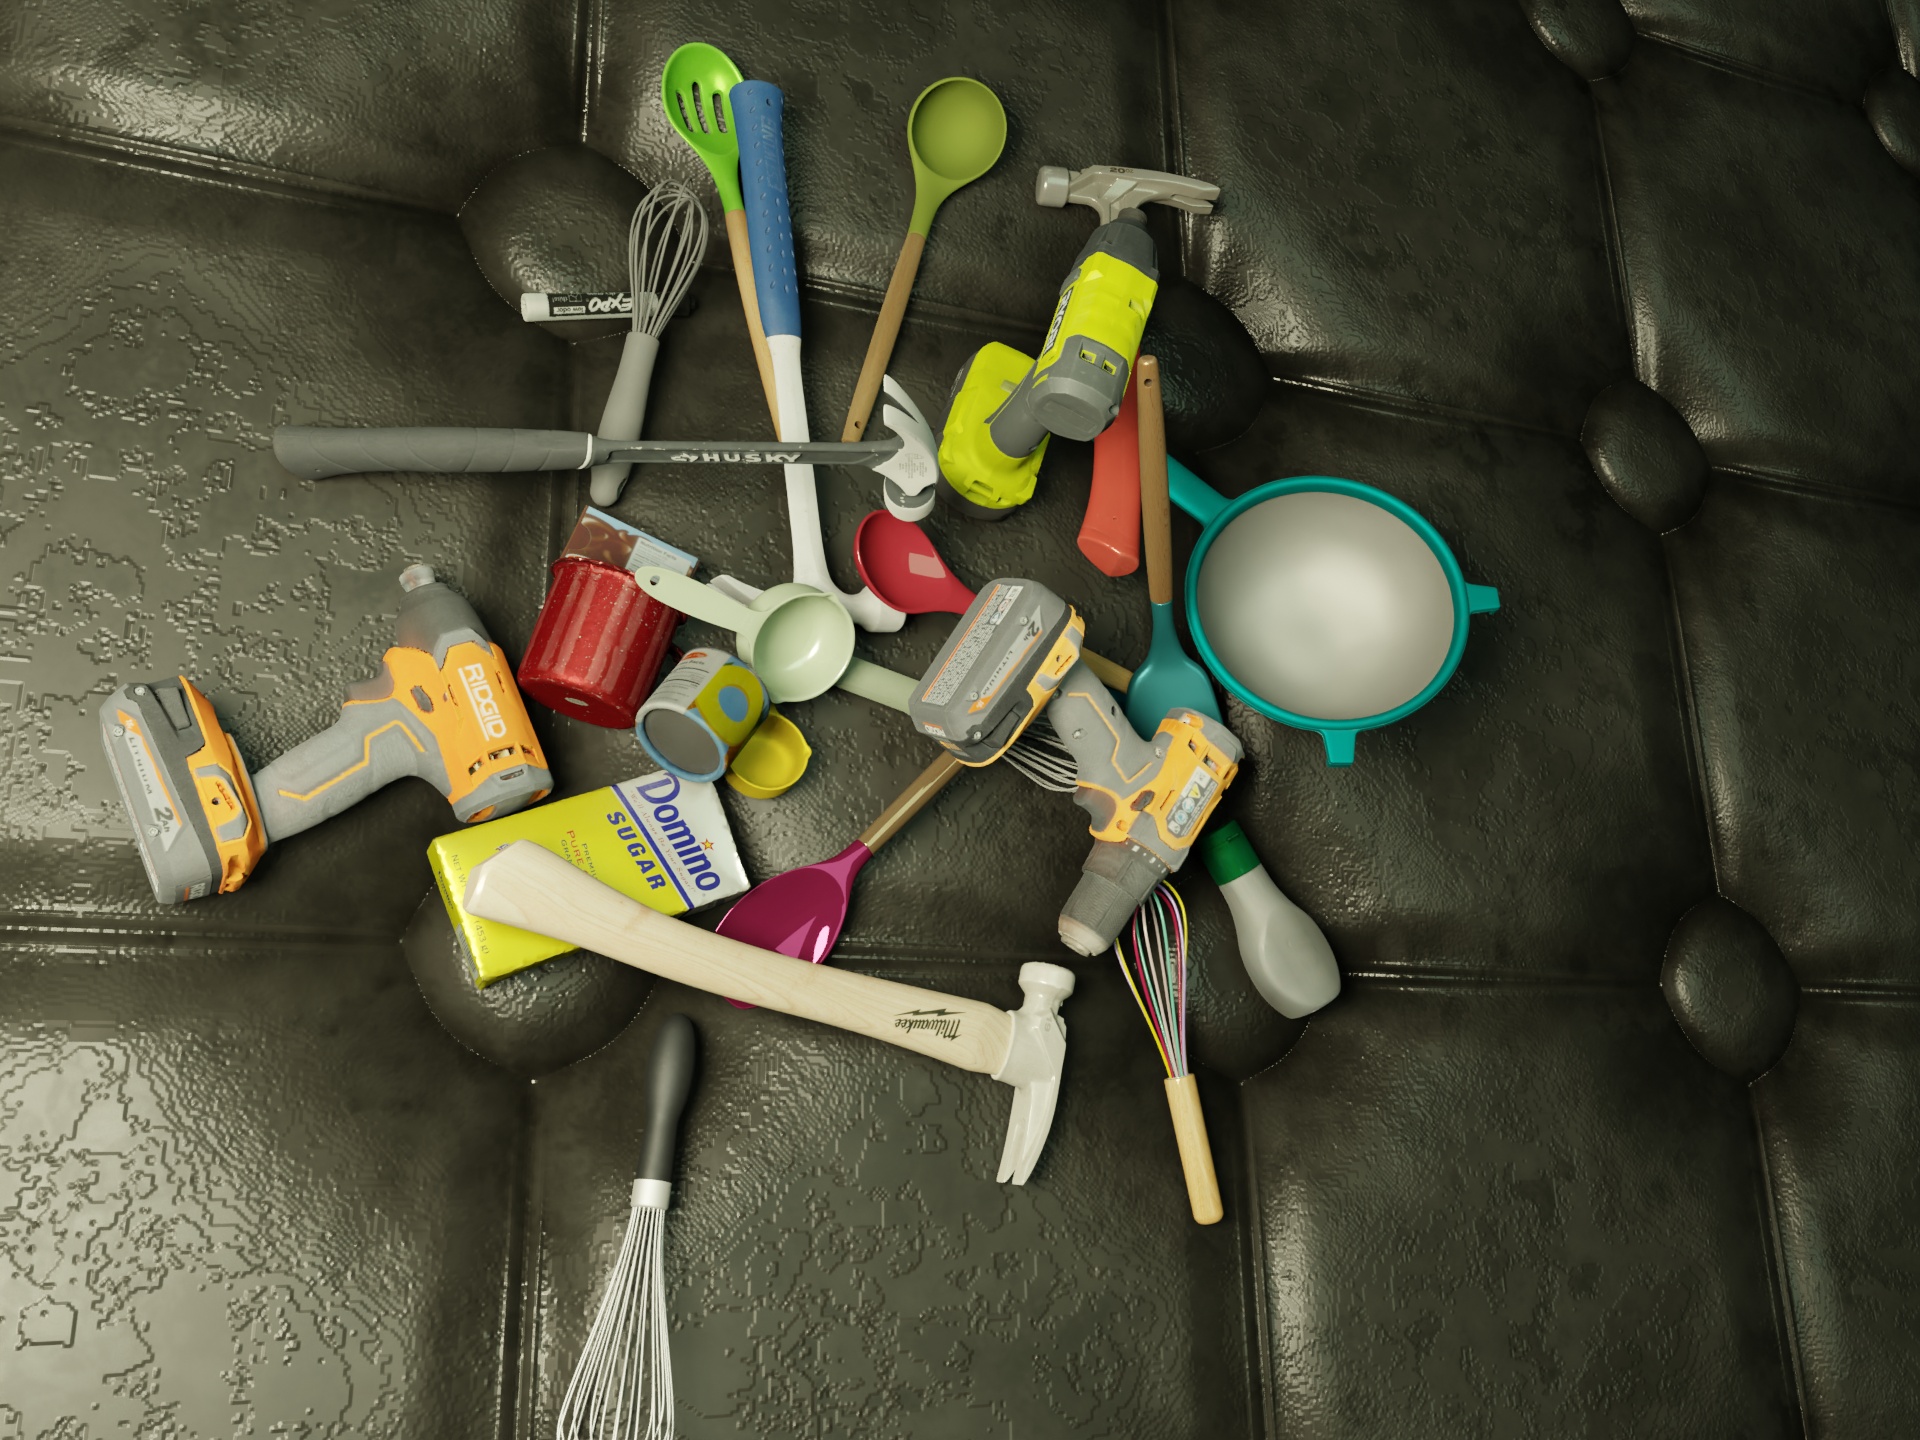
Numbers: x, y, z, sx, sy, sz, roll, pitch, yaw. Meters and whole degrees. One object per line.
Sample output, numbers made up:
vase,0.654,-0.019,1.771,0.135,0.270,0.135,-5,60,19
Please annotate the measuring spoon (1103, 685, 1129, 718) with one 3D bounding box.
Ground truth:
measuring spoon,0.086,-0.017,1.180,0.128,0.021,0.042,18,58,-28

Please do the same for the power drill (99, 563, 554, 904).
power drill,-0.373,0.002,0.936,0.226,0.084,0.164,-19,82,-31

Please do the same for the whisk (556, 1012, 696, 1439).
whisk,-0.188,0.313,0.938,0.070,0.070,0.285,14,64,-19

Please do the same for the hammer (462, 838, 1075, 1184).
hammer,-0.109,0.173,0.988,0.410,0.038,0.146,22,68,-26

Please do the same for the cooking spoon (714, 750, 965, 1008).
cooking spoon,-0.046,0.067,1.065,0.319,0.017,0.068,-44,101,-17

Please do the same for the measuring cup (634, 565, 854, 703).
measuring cup,-0.143,-0.068,1.022,0.167,0.038,0.083,24,98,-39

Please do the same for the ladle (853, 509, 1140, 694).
ladle,0.051,-0.063,1.146,0.315,0.031,0.069,25,65,-26

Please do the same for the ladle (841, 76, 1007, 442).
ladle,-0.035,-0.349,1.204,0.078,0.062,0.320,23,69,-19

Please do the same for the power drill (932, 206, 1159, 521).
power drill,0.062,-0.245,1.118,0.080,0.223,0.171,25,66,-16

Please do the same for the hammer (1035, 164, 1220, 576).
hammer,0.131,-0.278,1.235,0.149,0.036,0.359,5,68,-7

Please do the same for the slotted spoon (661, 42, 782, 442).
slotted spoon,-0.161,-0.347,1.164,0.070,0.031,0.314,-9,80,-29

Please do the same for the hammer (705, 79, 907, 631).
hammer,-0.128,-0.260,1.122,0.144,0.035,0.406,-1,78,-33

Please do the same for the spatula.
spatula,0.140,-0.100,1.103,0.082,0.317,0.044,-4,37,8

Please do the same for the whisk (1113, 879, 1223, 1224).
whisk,0.153,0.228,1.117,0.047,0.051,0.245,-6,80,-31

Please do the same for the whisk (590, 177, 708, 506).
whisk,-0.216,-0.260,1.087,0.055,0.055,0.239,15,81,-19

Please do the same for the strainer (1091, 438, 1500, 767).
strainer,0.226,-0.115,1.237,0.340,0.095,0.211,42,74,16

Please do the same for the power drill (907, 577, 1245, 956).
power drill,0.071,0.035,1.068,0.226,0.084,0.185,39,78,-26

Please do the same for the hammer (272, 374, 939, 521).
hammer,-0.217,-0.169,0.993,0.409,0.149,0.036,0,74,-3

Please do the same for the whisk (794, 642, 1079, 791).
whisk,-0.002,-0.004,1.121,0.246,0.059,0.058,20,31,-13

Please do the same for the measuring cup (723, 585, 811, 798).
measuring cup,-0.140,-0.019,1.079,0.062,0.029,0.157,2,62,-23
